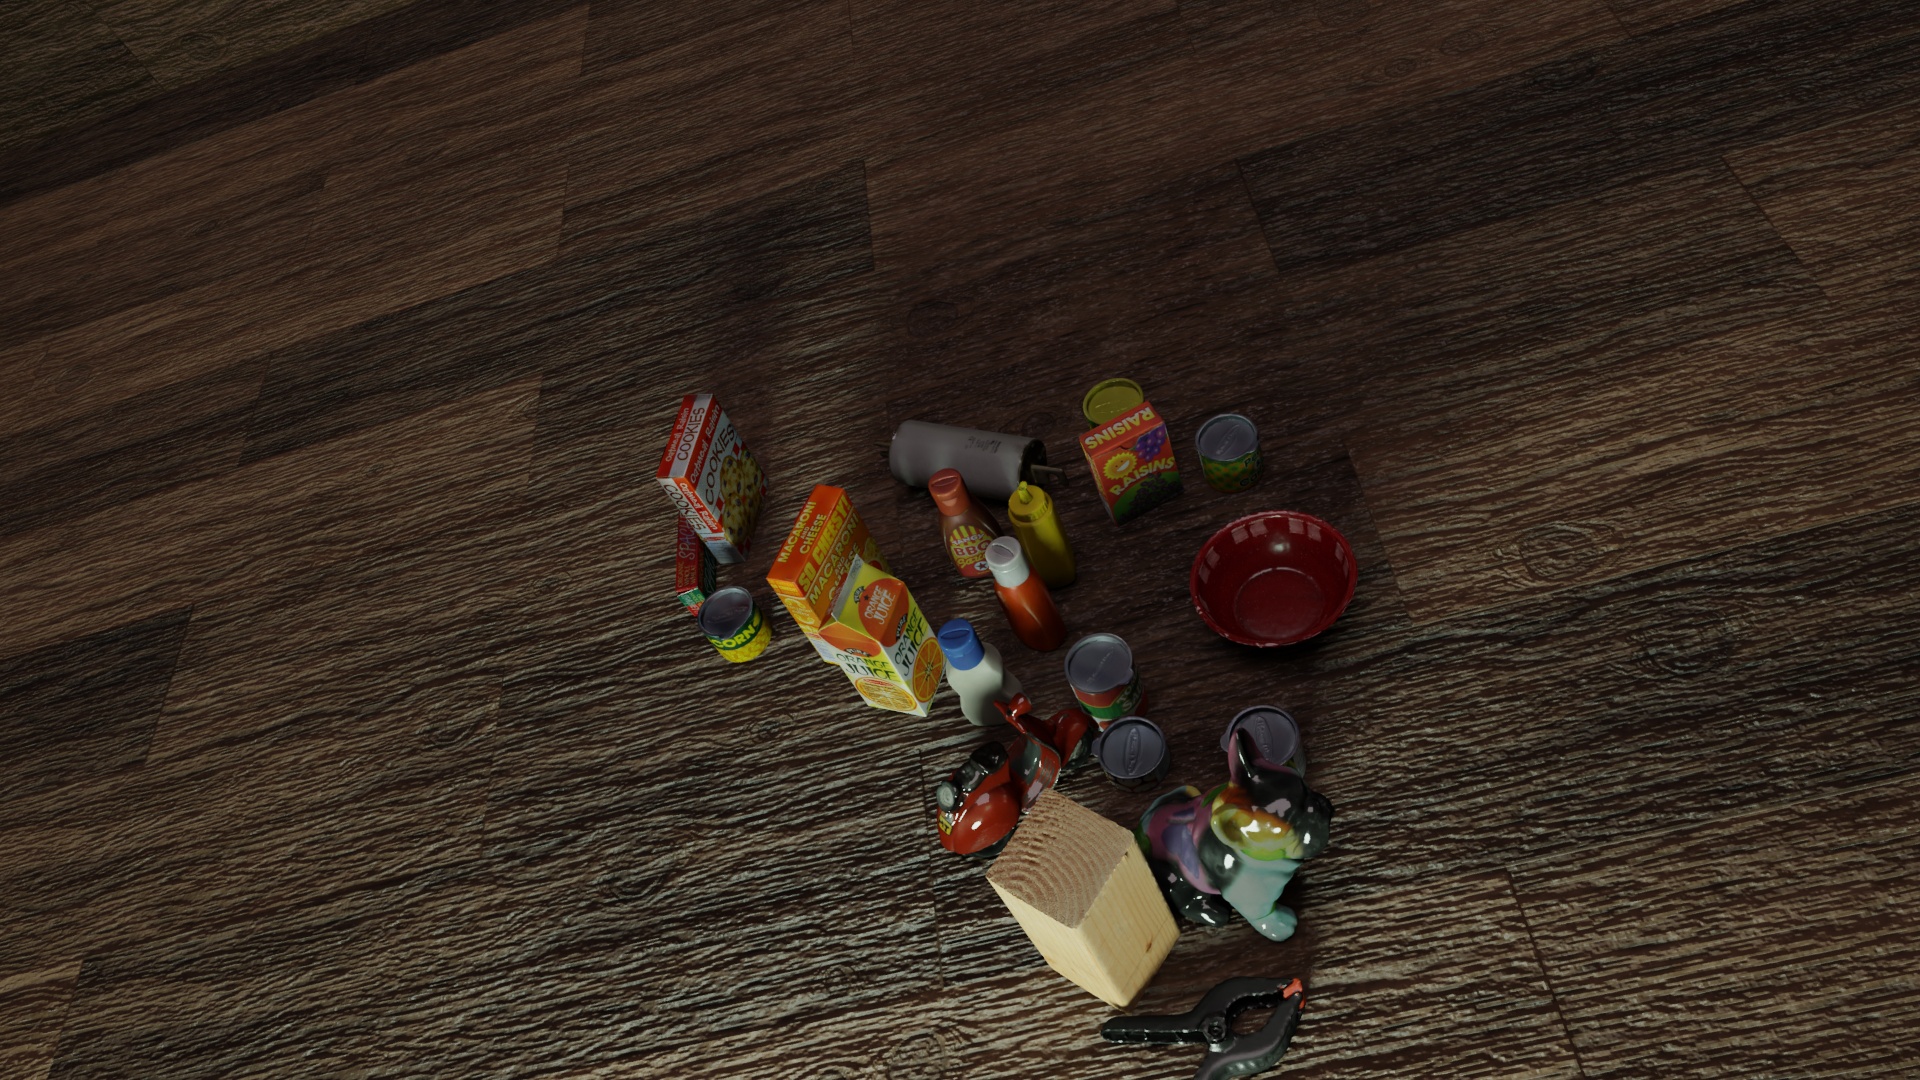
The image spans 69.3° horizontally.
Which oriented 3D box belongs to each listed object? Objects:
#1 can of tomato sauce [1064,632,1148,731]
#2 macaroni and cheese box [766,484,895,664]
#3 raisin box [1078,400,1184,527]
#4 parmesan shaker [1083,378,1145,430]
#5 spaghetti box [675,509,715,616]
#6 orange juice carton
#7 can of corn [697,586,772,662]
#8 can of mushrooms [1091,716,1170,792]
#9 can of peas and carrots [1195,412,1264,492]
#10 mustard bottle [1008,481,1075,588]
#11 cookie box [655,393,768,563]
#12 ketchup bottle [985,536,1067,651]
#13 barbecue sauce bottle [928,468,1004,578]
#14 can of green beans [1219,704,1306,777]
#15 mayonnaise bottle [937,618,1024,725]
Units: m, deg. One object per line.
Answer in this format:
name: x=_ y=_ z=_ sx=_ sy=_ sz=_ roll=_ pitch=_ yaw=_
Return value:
can of tomato sauce: x=0.144 y=0.140 z=1.345 sx=0.071 sy=0.082 sz=0.071 roll=-10 pitch=51 yaw=13
macaroni and cheese box: x=-0.135 y=0.039 z=1.474 sx=0.040 sy=0.165 sz=0.124 roll=9 pitch=58 yaw=27
raisin box: x=0.182 y=-0.080 z=1.473 sx=0.086 sy=0.123 sz=0.040 roll=-27 pitch=49 yaw=0
parmesan shaker: x=0.177 y=-0.117 z=1.517 sx=0.071 sy=0.102 sz=0.071 roll=-10 pitch=51 yaw=13
spaghetti box: x=-0.316 y=-0.023 z=1.667 sx=0.028 sy=0.050 sz=0.251 roll=-15 pitch=50 yaw=10
orange juice carton: x=-0.082 y=0.096 z=1.393 sx=0.073 sy=0.192 sz=0.072 roll=7 pitch=57 yaw=25
can of corn: x=-0.250 y=0.096 z=1.545 sx=0.071 sy=0.058 sz=0.071 roll=-10 pitch=51 yaw=13
can of mushrooms: x=0.163 y=0.204 z=1.321 sx=0.071 sy=0.033 sz=0.071 roll=-10 pitch=51 yaw=13
can of peas and carrots: x=0.291 y=-0.093 z=1.485 sx=0.071 sy=0.058 sz=0.071 roll=-10 pitch=51 yaw=13
mustard bottle: x=0.080 y=-0.014 z=1.437 sx=0.049 sy=0.159 sz=0.065 roll=-18 pitch=50 yaw=8
cookie box: x=-0.286 y=-0.071 z=1.616 sx=0.040 sy=0.166 sz=0.123 roll=-3 pitch=53 yaw=19
ketchup bottle: x=0.062 y=0.053 z=1.400 sx=0.065 sy=0.148 sz=0.044 roll=29 pitch=68 yaw=35
barbecue sauce bottle: x=0.005 y=-0.019 z=1.477 sx=0.065 sy=0.148 sz=0.044 roll=-15 pitch=50 yaw=10
can of green beans: x=0.280 y=0.192 z=1.270 sx=0.071 sy=0.057 sz=0.071 roll=-10 pitch=51 yaw=13
mayonnaise bottle: x=0.017 y=0.130 z=1.358 sx=0.065 sy=0.147 sz=0.041 roll=-11 pitch=51 yaw=13
